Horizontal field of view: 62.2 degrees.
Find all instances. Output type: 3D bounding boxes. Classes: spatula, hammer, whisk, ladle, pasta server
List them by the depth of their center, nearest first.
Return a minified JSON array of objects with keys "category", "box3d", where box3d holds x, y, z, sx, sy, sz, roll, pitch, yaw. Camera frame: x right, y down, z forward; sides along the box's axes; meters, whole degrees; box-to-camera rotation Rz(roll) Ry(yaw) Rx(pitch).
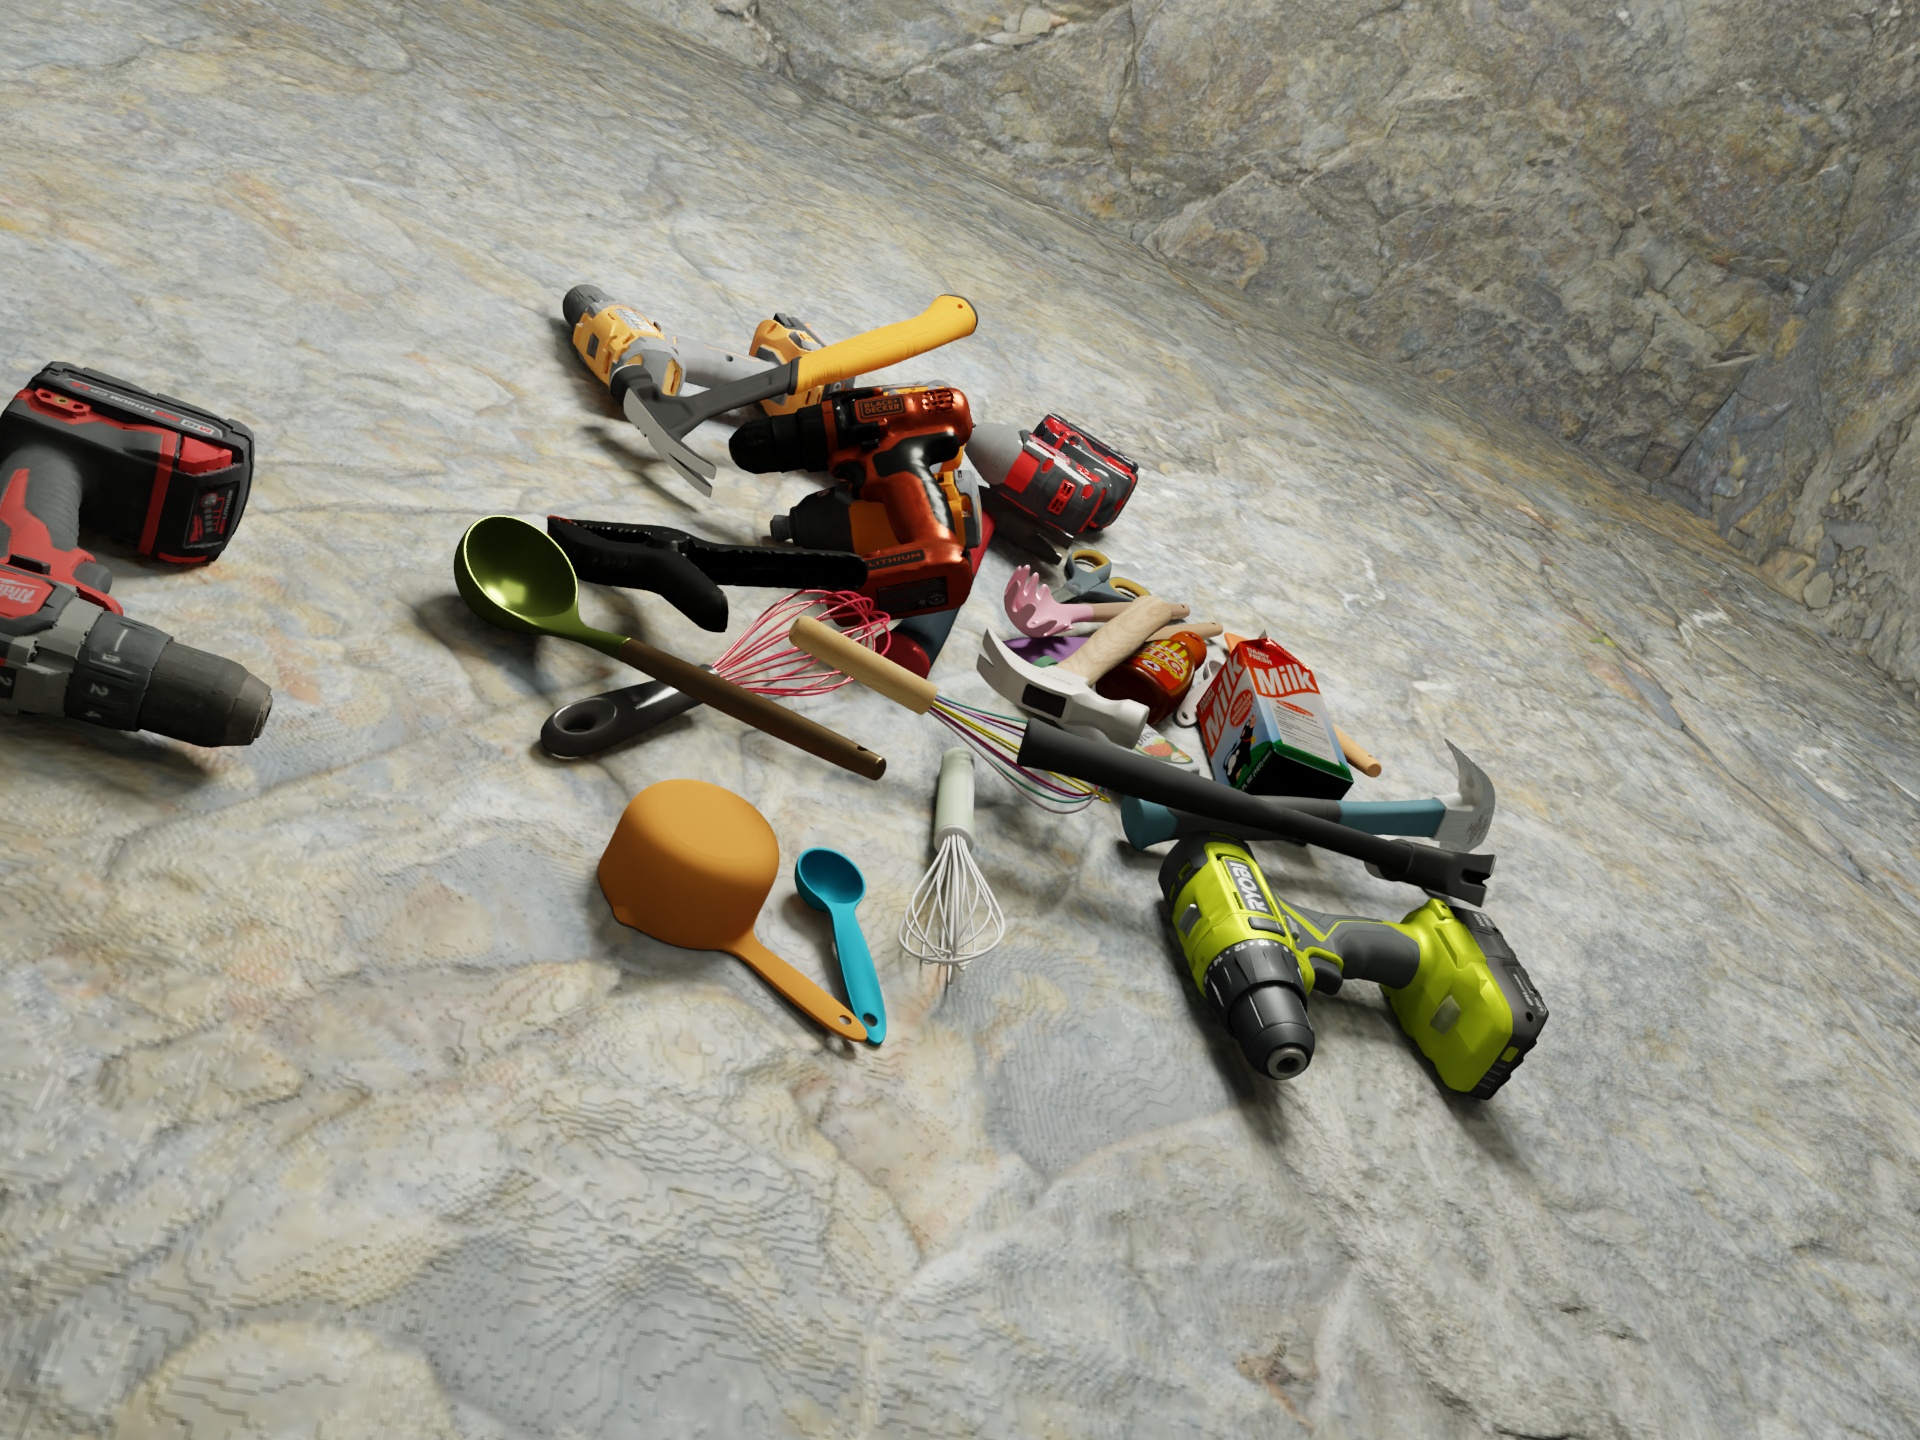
[{"category":"ladle","box3d":[-0.168,-0.042,0.902,0.320,0.062,0.078,24,23,28]},{"category":"whisk","box3d":[-0.003,0.077,0.951,0.059,0.057,0.246,-4,25,3]},{"category":"whisk","box3d":[-0.144,-0.029,0.991,0.073,0.073,0.296,39,35,19]},{"category":"whisk","box3d":[-0.001,-0.004,1.023,0.244,0.051,0.047,29,25,-20]},{"category":"hammer","box3d":[0.188,0.059,1.028,0.334,0.035,0.146,17,-2,-18]},{"category":"hammer","box3d":[0.257,0.072,1.153,0.330,0.128,0.033,2,30,-28]},{"category":"hammer","box3d":[0.106,-0.053,1.188,0.130,0.031,0.331,21,20,12]},{"category":"hammer","box3d":[0.006,-0.110,1.287,0.143,0.038,0.386,28,27,-4]},{"category":"hammer","box3d":[-0.113,-0.286,1.311,0.337,0.034,0.127,-28,67,-33]},{"category":"spatula","box3d":[0.292,-0.012,1.335,0.081,0.041,0.323,22,11,-12]},{"category":"spatula","box3d":[0.141,-0.065,1.357,0.060,0.018,0.316,35,27,30]},{"category":"pasta server","box3d":[0.126,-0.096,1.357,0.316,0.040,0.060,-7,59,-55]}]

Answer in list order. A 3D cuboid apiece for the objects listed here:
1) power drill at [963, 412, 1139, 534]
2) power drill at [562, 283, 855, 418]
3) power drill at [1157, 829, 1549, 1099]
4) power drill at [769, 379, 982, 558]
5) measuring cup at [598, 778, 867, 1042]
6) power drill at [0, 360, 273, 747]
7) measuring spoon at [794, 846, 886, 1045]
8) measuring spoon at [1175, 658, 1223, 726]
[{"category":"power drill","box3d":[0.082,-0.233,1.482,0.143,0.078,0.219,33,17,10]},{"category":"power drill","box3d":[-0.228,-0.321,1.389,0.226,0.084,0.186,0,31,-35]},{"category":"power drill","box3d":[0.245,0.164,0.999,0.228,0.080,0.191,16,28,-18]},{"category":"power drill","box3d":[-0.069,-0.200,1.299,0.164,0.084,0.227,-6,32,1]},{"category":"measuring cup","box3d":[-0.106,0.094,0.812,0.174,0.052,0.095,36,28,18]},{"category":"power drill","box3d":[-0.420,-0.077,0.791,0.187,0.080,0.227,19,31,-18]},{"category":"measuring spoon","box3d":[-0.064,0.123,0.851,0.042,0.021,0.129,11,41,-32]},{"category":"measuring spoon","box3d":[0.202,-0.019,1.343,0.034,0.018,0.124,48,36,2]}]
